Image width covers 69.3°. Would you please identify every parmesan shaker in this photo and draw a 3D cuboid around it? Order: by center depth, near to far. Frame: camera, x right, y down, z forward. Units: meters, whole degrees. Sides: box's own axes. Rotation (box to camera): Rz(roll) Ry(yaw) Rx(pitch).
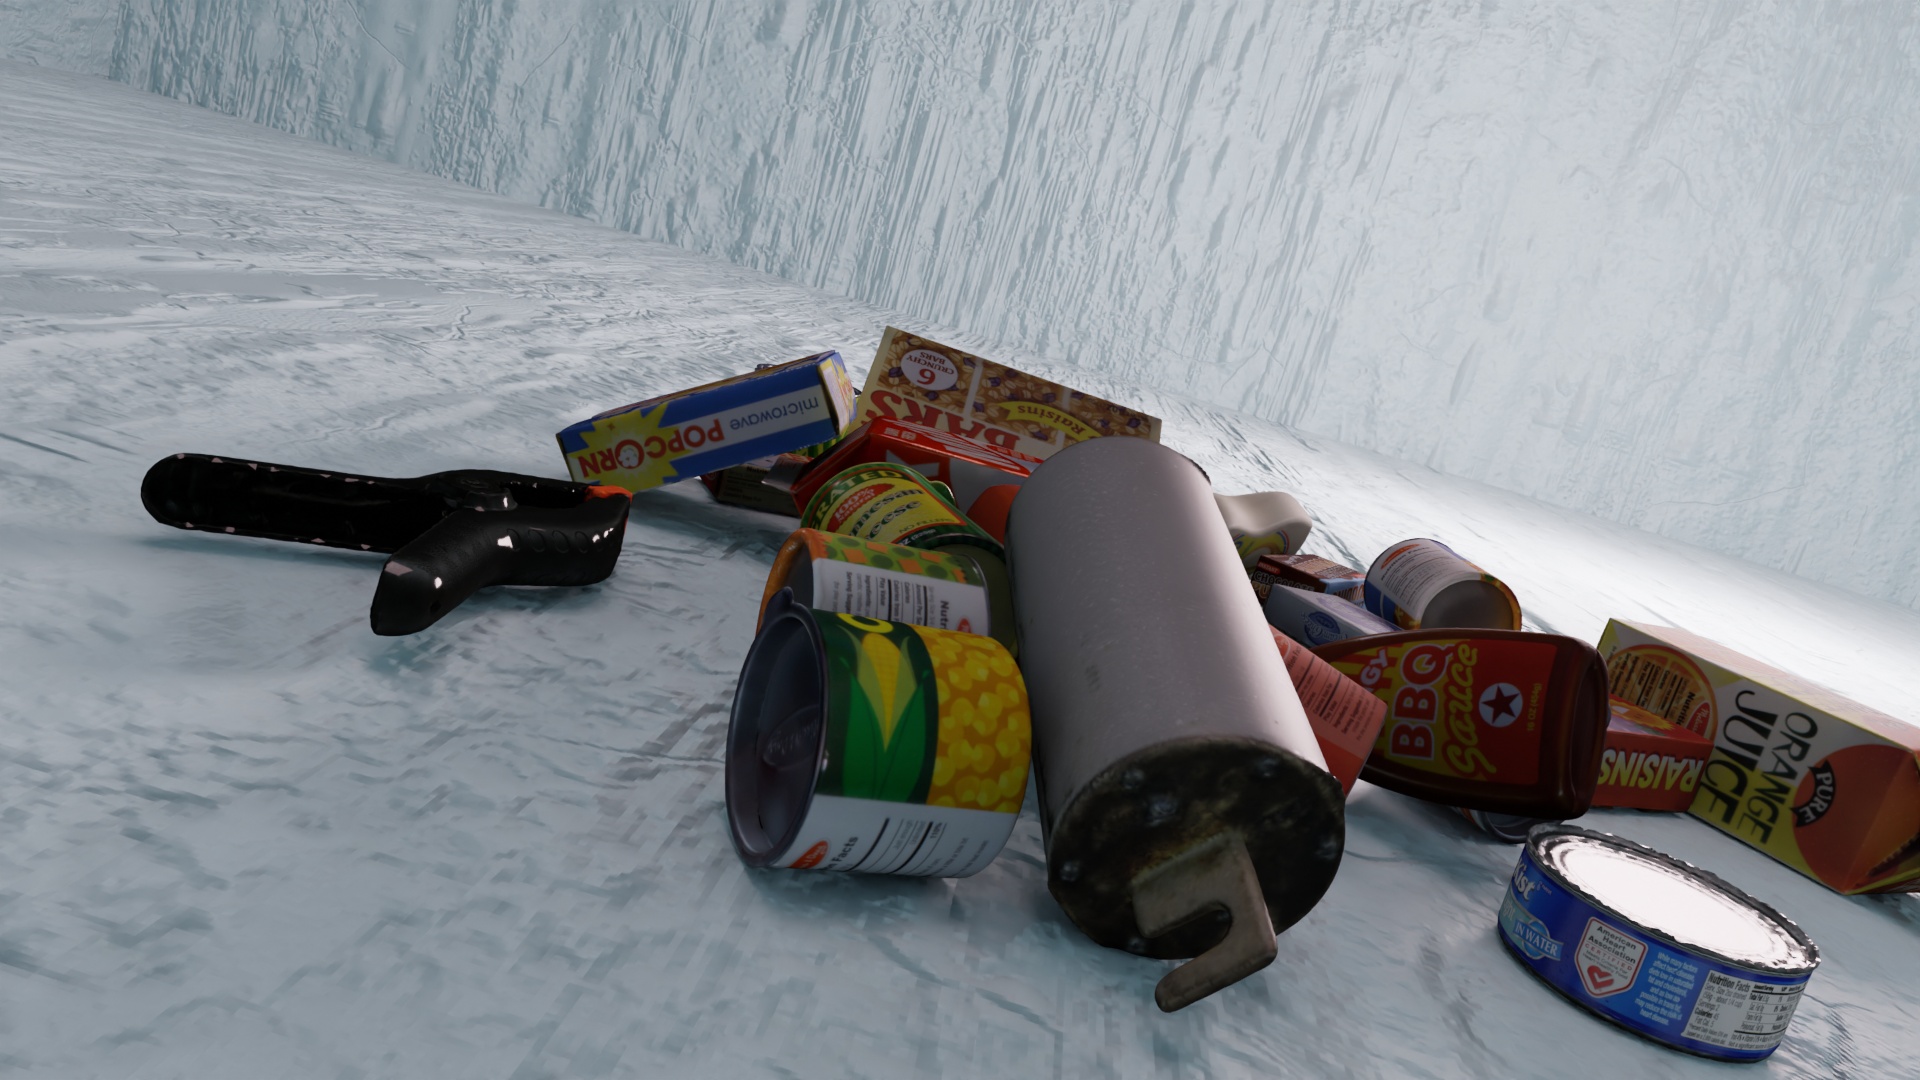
[{"bbox_3d":[-0.018,0.012,0.544,0.071,0.071,0.103,11,12,-23],"label":"parmesan shaker"}]

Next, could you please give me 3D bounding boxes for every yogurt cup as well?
[{"bbox_3d":[0.111,0.068,0.480,0.054,0.072,0.072,28,14,14],"label":"yogurt cup"}]

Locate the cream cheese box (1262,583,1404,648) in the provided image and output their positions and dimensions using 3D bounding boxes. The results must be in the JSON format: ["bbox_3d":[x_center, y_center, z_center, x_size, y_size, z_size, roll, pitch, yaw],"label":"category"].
[{"bbox_3d":[0.222,0.055,0.781,0.053,0.024,0.104,9,14,-29],"label":"cream cheese box"}]

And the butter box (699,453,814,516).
[{"bbox_3d":[-0.088,-0.030,0.757,0.103,0.024,0.053,10,14,-25],"label":"butter box"}]

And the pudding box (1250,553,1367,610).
[{"bbox_3d":[0.223,0.030,0.880,0.050,0.030,0.084,26,15,35],"label":"pudding box"}]

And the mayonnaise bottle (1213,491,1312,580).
[{"bbox_3d":[0.157,-0.002,0.872,0.148,0.064,0.041,-1,48,-44],"label":"mayonnaise bottle"}]

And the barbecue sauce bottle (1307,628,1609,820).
[{"bbox_3d":[0.159,0.063,0.522,0.148,0.065,0.043,2,-21,43],"label":"barbecue sauce bottle"}]

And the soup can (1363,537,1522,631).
[{"bbox_3d":[0.290,0.042,0.836,0.071,0.071,0.084,15,12,-7],"label":"soup can"}]

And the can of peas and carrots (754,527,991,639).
[{"bbox_3d":[-0.031,0.033,0.449,0.059,0.070,0.071,11,13,-23],"label":"can of peas and carrots"}]

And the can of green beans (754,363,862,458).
[{"bbox_3d":[-0.099,-0.071,0.847,0.071,0.057,0.071,16,12,-3],"label":"can of green beans"}]

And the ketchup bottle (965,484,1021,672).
[{"bbox_3d":[0.037,0.034,0.549,0.043,0.064,0.149,8,23,-23],"label":"ketchup bottle"}]

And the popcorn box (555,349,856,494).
[{"bbox_3d":[-0.117,-0.056,0.665,0.127,0.038,0.085,-15,12,4],"label":"popcorn box"}]

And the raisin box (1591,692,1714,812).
[{"bbox_3d":[0.283,0.087,0.677,0.086,0.040,0.123,10,12,-30],"label":"raisin box"}]

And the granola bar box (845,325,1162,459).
[{"bbox_3d":[0.021,-0.040,0.751,0.165,0.038,0.125,18,46,-4],"label":"granola bar box"}]

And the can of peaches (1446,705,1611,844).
[{"bbox_3d":[0.213,0.077,0.557,0.071,0.071,0.058,10,12,-30],"label":"can of peaches"}]

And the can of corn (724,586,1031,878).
[{"bbox_3d":[-0.022,0.051,0.362,0.058,0.071,0.071,11,12,-27],"label":"can of corn"}]

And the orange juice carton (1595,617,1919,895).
[{"bbox_3d":[0.394,0.107,0.653,0.072,0.073,0.193,9,14,-33],"label":"orange juice carton"}]

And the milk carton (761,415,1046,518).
[{"bbox_3d":[0.002,-0.008,0.657,0.191,0.073,0.072,15,11,-4],"label":"milk carton"}]
